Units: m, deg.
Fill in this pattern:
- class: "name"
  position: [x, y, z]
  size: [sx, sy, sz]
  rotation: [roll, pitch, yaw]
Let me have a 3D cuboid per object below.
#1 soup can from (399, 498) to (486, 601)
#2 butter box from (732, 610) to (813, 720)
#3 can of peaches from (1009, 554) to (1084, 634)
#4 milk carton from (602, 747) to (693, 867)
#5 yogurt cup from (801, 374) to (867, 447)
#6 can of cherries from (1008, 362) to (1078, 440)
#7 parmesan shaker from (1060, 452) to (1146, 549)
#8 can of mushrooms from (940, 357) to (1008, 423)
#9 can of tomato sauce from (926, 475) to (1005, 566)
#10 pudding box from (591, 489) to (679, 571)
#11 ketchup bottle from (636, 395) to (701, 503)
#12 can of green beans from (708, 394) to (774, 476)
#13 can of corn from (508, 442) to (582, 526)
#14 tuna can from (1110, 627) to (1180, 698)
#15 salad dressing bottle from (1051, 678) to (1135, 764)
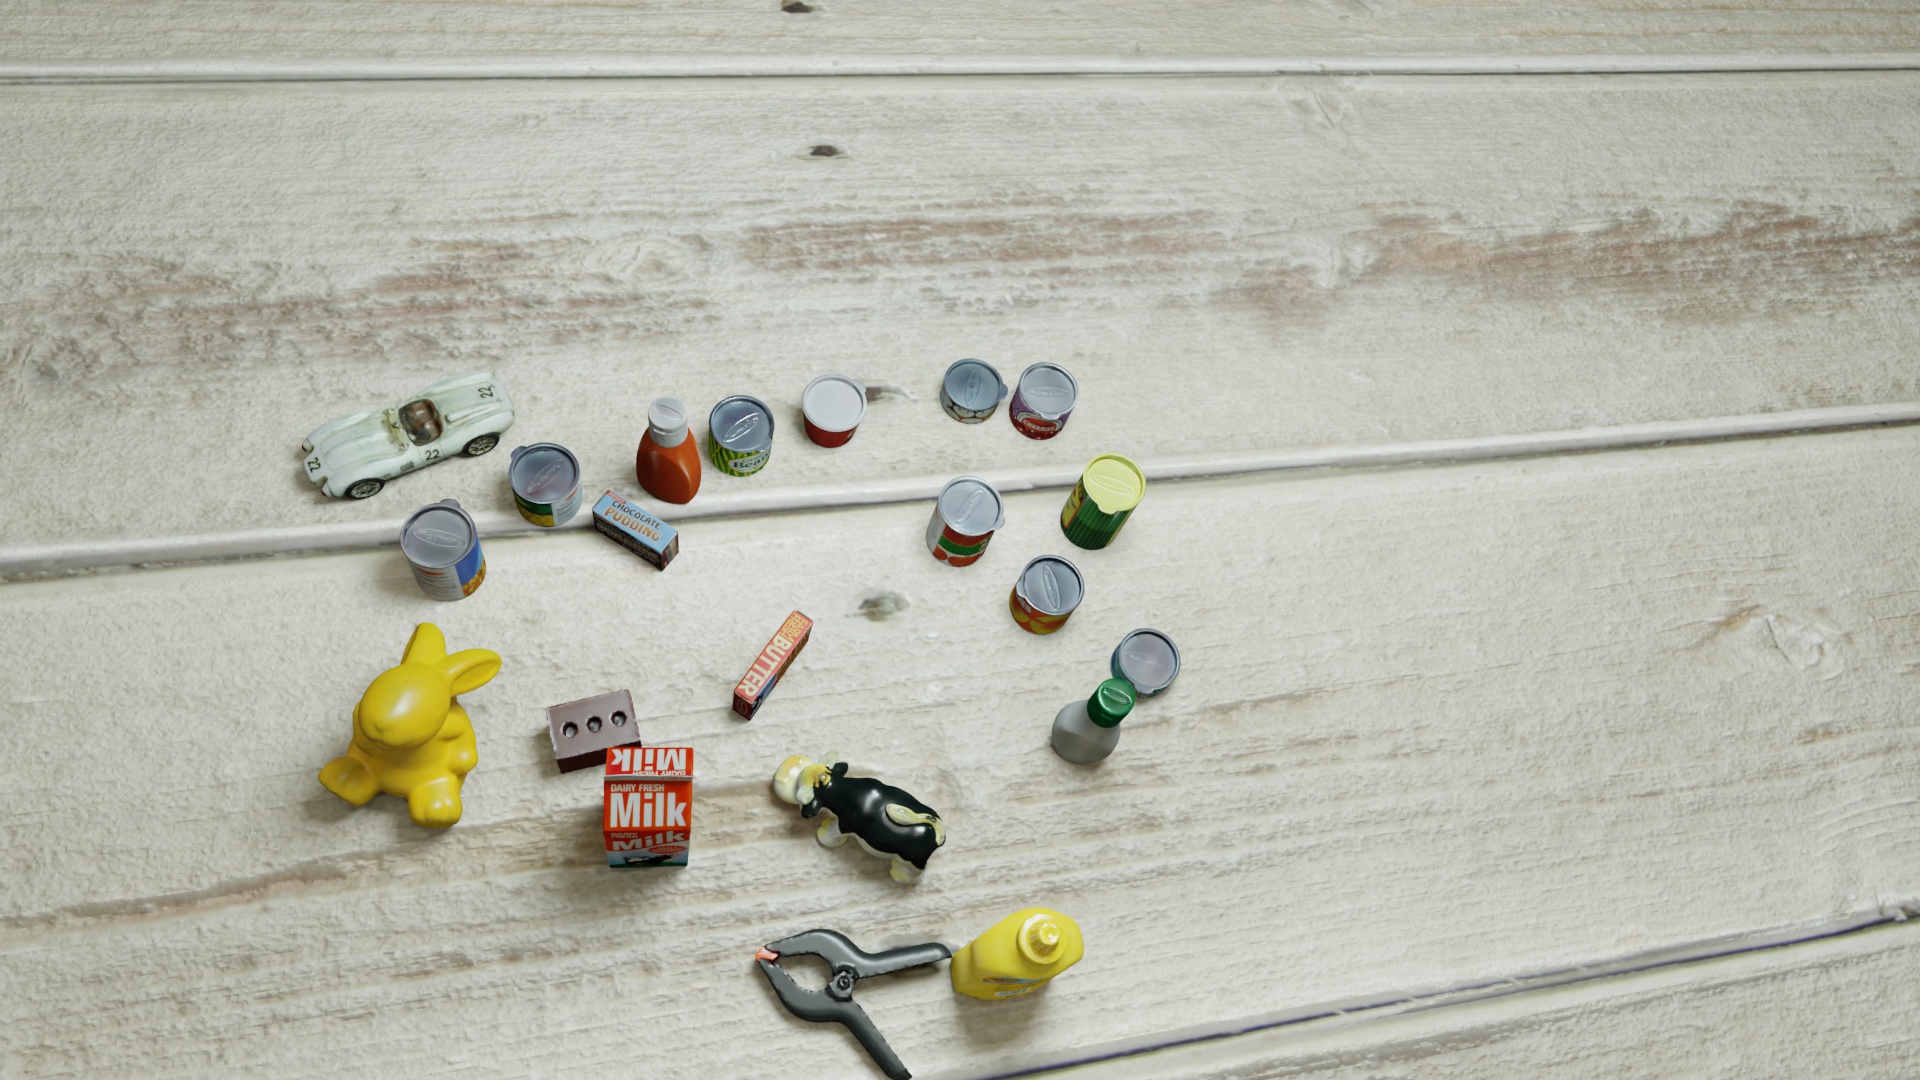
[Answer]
- class: "soup can"
  position: [-0.483, 0.010, 1.305]
  size: [0.071, 0.083, 0.071]
  rotation: [4, 65, -9]
- class: "butter box"
  position: [-0.180, 0.119, 1.332]
  size: [0.024, 0.053, 0.104]
  rotation: [33, 63, 4]
- class: "can of peaches"
  position: [0.085, 0.056, 1.413]
  size: [0.071, 0.057, 0.071]
  rotation: [4, 65, -9]
- class: "milk carton"
  position: [-0.266, 0.225, 1.188]
  size: [0.072, 0.189, 0.074]
  rotation: [1, 65, -11]
- class: "yogurt cup"
  position: [-0.135, -0.133, 1.460]
  size: [0.072, 0.053, 0.072]
  rotation: [4, 65, -9]
- class: "can of cherries"
  position: [0.089, -0.149, 1.510]
  size: [0.071, 0.058, 0.072]
  rotation: [4, 65, -9]
- class: "parmesan shaker"
  position: [0.146, -0.037, 1.444]
  size: [0.071, 0.102, 0.071]
  rotation: [4, 65, -9]
- class: "can of mushrooms"
  position: [0.014, -0.162, 1.515]
  size: [0.071, 0.033, 0.071]
  rotation: [4, 65, -9]
- class: "can of tomato sauce"
  position: [0.005, -0.018, 1.418]
  size: [0.071, 0.082, 0.071]
  rotation: [4, 65, -9]
- class: "pudding box"
  position: [-0.319, -0.010, 1.367]
  size: [0.084, 0.049, 0.030]
  rotation: [32, 63, 4]
- class: "ketchup bottle"
  position: [-0.285, -0.088, 1.355]
  size: [0.065, 0.148, 0.044]
  rotation: [23, 63, 0]
- class: "can of green beans"
  position: [-0.226, -0.107, 1.426]
  size: [0.071, 0.057, 0.071]
  rotation: [4, 65, -9]
- class: "can of corn"
  position: [-0.408, -0.056, 1.365]
  size: [0.071, 0.058, 0.071]
  rotation: [4, 65, -9]
- class: "tuna can"
  position: [0.188, 0.128, 1.415]
  size: [0.071, 0.032, 0.071]
  rotation: [4, 65, -9]
- class: "salad dressing bottle"
  position: [0.128, 0.171, 1.318]
  size: [0.064, 0.147, 0.044]
  rotation: [25, 63, 1]
